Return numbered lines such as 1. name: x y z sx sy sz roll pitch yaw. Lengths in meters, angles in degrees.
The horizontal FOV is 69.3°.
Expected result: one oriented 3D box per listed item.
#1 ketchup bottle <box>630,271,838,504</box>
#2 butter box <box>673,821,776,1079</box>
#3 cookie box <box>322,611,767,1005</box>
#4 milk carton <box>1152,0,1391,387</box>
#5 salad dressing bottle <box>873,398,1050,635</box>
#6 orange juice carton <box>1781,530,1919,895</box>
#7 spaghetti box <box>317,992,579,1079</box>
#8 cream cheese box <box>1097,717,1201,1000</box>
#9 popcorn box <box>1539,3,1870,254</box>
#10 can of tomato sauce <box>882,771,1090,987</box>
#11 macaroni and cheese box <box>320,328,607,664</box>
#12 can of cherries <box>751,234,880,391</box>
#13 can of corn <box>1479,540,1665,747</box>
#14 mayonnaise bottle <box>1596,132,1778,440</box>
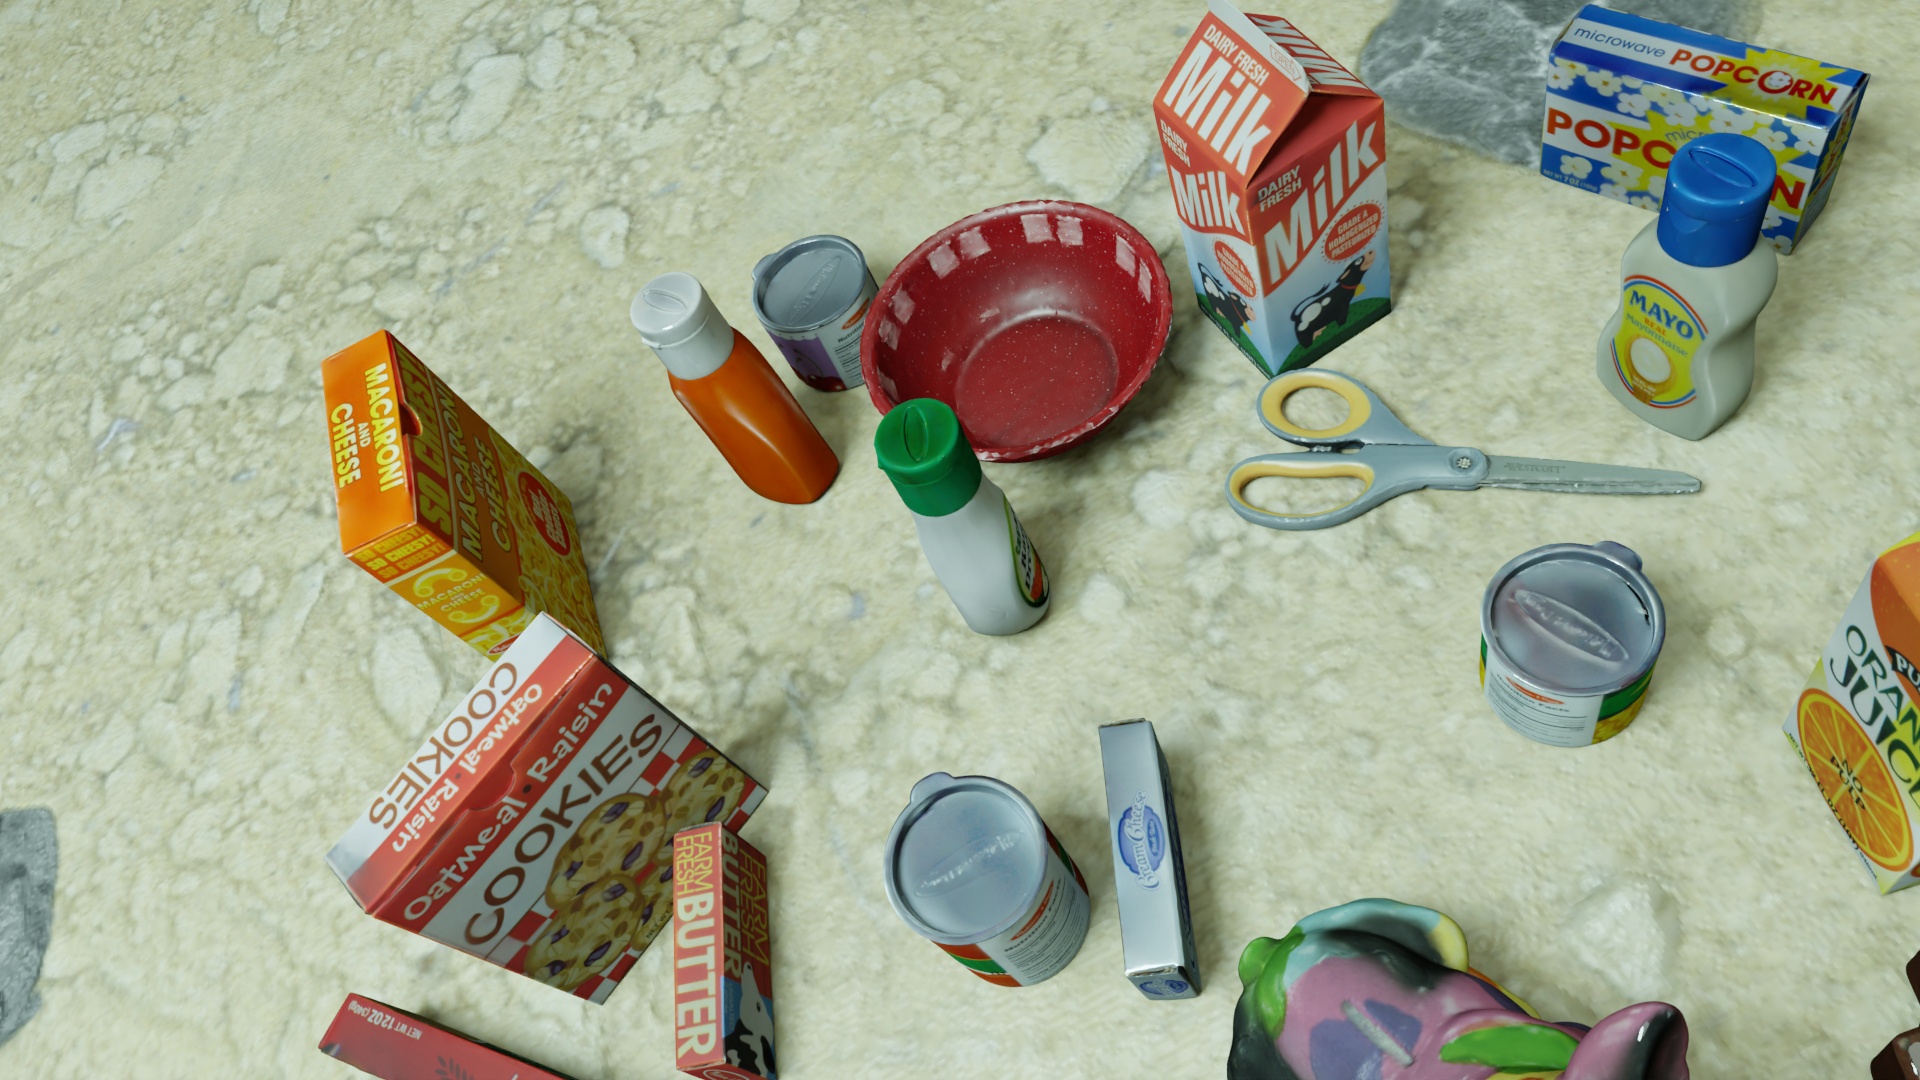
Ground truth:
1. ketchup bottle: -0.115 -0.074 0.696 0.065 0.148 0.043 23 71 28
2. butter box: -0.102 0.180 0.602 0.024 0.053 0.104 -15 58 11
3. cookie box: -0.164 0.120 0.589 0.040 0.167 0.123 30 74 30
4. milk carton: 0.144 -0.163 0.635 0.073 0.190 0.072 -33 56 -2
5. salad dressing bottle: 0.002 -0.008 0.619 0.044 0.147 0.064 -15 58 11
6. orange juice carton: 0.337 0.046 0.447 0.073 0.192 0.072 -20 57 7
7. spaghetti box: -0.160 0.245 0.585 0.250 0.050 0.029 11 65 24
8. cream cheese box: 0.077 0.131 0.569 0.024 0.053 0.104 -11 58 13
9. popcorn box: 0.340 -0.193 0.650 0.127 0.085 0.038 30 75 30
10. can of tomato sauce: 0.012 0.140 0.569 0.071 0.082 0.071 -8 59 14
11. macaroni and cheese box: -0.242 -0.009 0.691 0.040 0.166 0.124 -26 56 3
12. can of cherries: -0.075 -0.126 0.767 0.071 0.058 0.072 -8 59 14
13. can of corn: 0.246 0.042 0.561 0.071 0.058 0.071 -8 59 14
14. mayonnaise bottle: 0.301 -0.103 0.573 0.041 0.147 0.065 -39 57 -5
